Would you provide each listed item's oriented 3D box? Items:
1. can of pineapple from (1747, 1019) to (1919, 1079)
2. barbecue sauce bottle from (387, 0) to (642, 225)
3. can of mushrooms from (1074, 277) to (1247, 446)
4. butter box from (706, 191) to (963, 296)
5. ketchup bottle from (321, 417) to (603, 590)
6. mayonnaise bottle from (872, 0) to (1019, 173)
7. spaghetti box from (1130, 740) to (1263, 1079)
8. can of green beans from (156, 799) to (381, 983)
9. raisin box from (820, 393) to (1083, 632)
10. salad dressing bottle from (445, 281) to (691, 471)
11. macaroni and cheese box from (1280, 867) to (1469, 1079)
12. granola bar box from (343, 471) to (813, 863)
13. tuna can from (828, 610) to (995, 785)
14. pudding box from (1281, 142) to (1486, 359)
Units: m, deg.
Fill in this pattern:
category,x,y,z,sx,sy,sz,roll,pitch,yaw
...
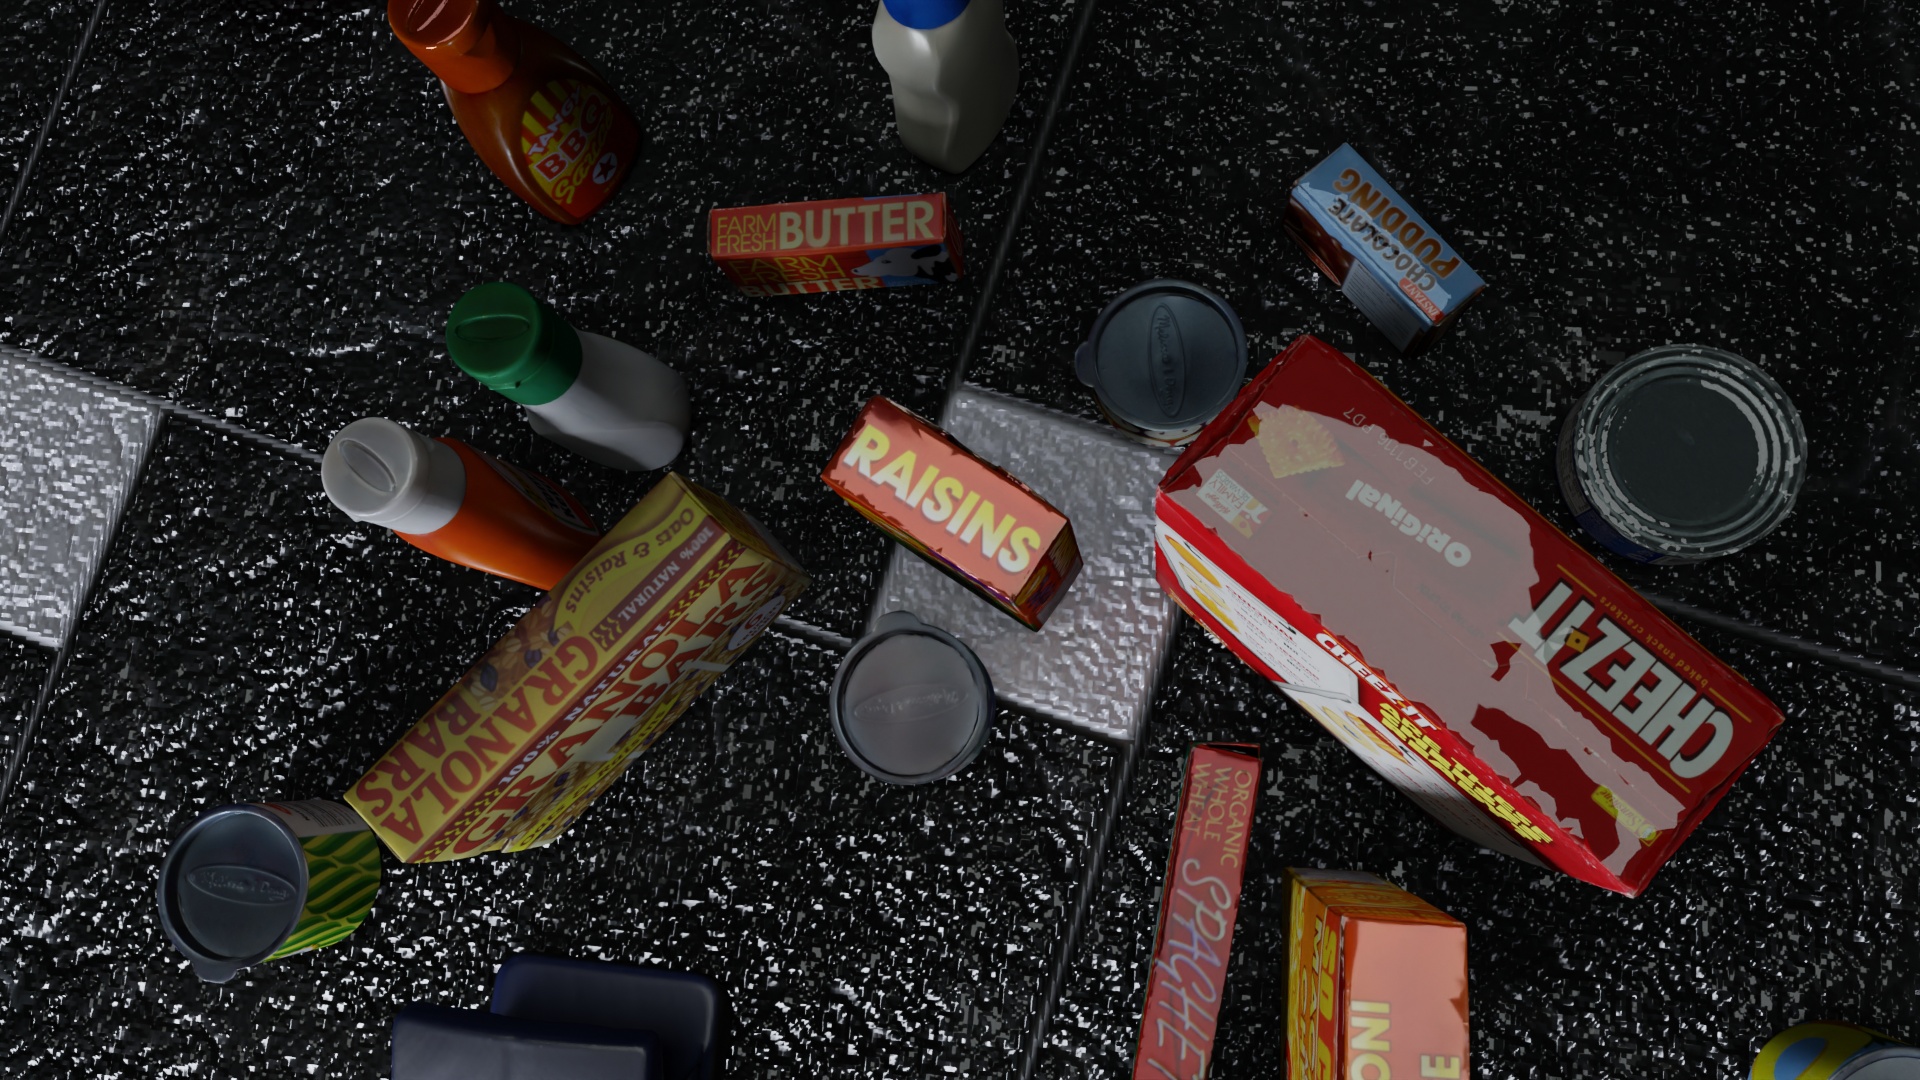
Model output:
category,x,y,z,sx,sy,sz,roll,pitch,yaw
can of pineapple,0.328,0.209,0.497,0.071,0.058,0.071,-1,81,7
barbecue sauce bottle,-0.186,-0.188,0.584,0.044,0.148,0.065,34,87,11
can of mushrooms,0.085,-0.075,0.589,0.071,0.033,0.071,-1,81,7
butter box,-0.053,-0.128,0.606,0.103,0.053,0.024,-3,81,7
ketchup bottle,-0.198,-0.014,0.557,0.065,0.148,0.043,39,88,11
mayonnaise bottle,-0.008,-0.206,0.564,0.041,0.148,0.065,30,86,11
spaghetti box,0.082,0.200,0.535,0.029,0.050,0.250,10,82,9
can of green beans,-0.291,0.144,0.590,0.071,0.058,0.071,-1,81,7
raisin box,0.002,-0.007,0.542,0.086,0.123,0.040,34,87,11
salad dressing bottle,-0.154,-0.063,0.560,0.064,0.147,0.044,-3,81,7
macaroni and cheese box,0.135,0.181,0.472,0.040,0.166,0.124,1,81,8
granola bar box,-0.141,0.054,0.551,0.165,0.124,0.039,-45,78,-1
tuna can,-0.020,0.066,0.580,0.071,0.033,0.071,-1,81,7
pudding box,0.173,-0.119,0.576,0.030,0.049,0.084,-40,78,0
